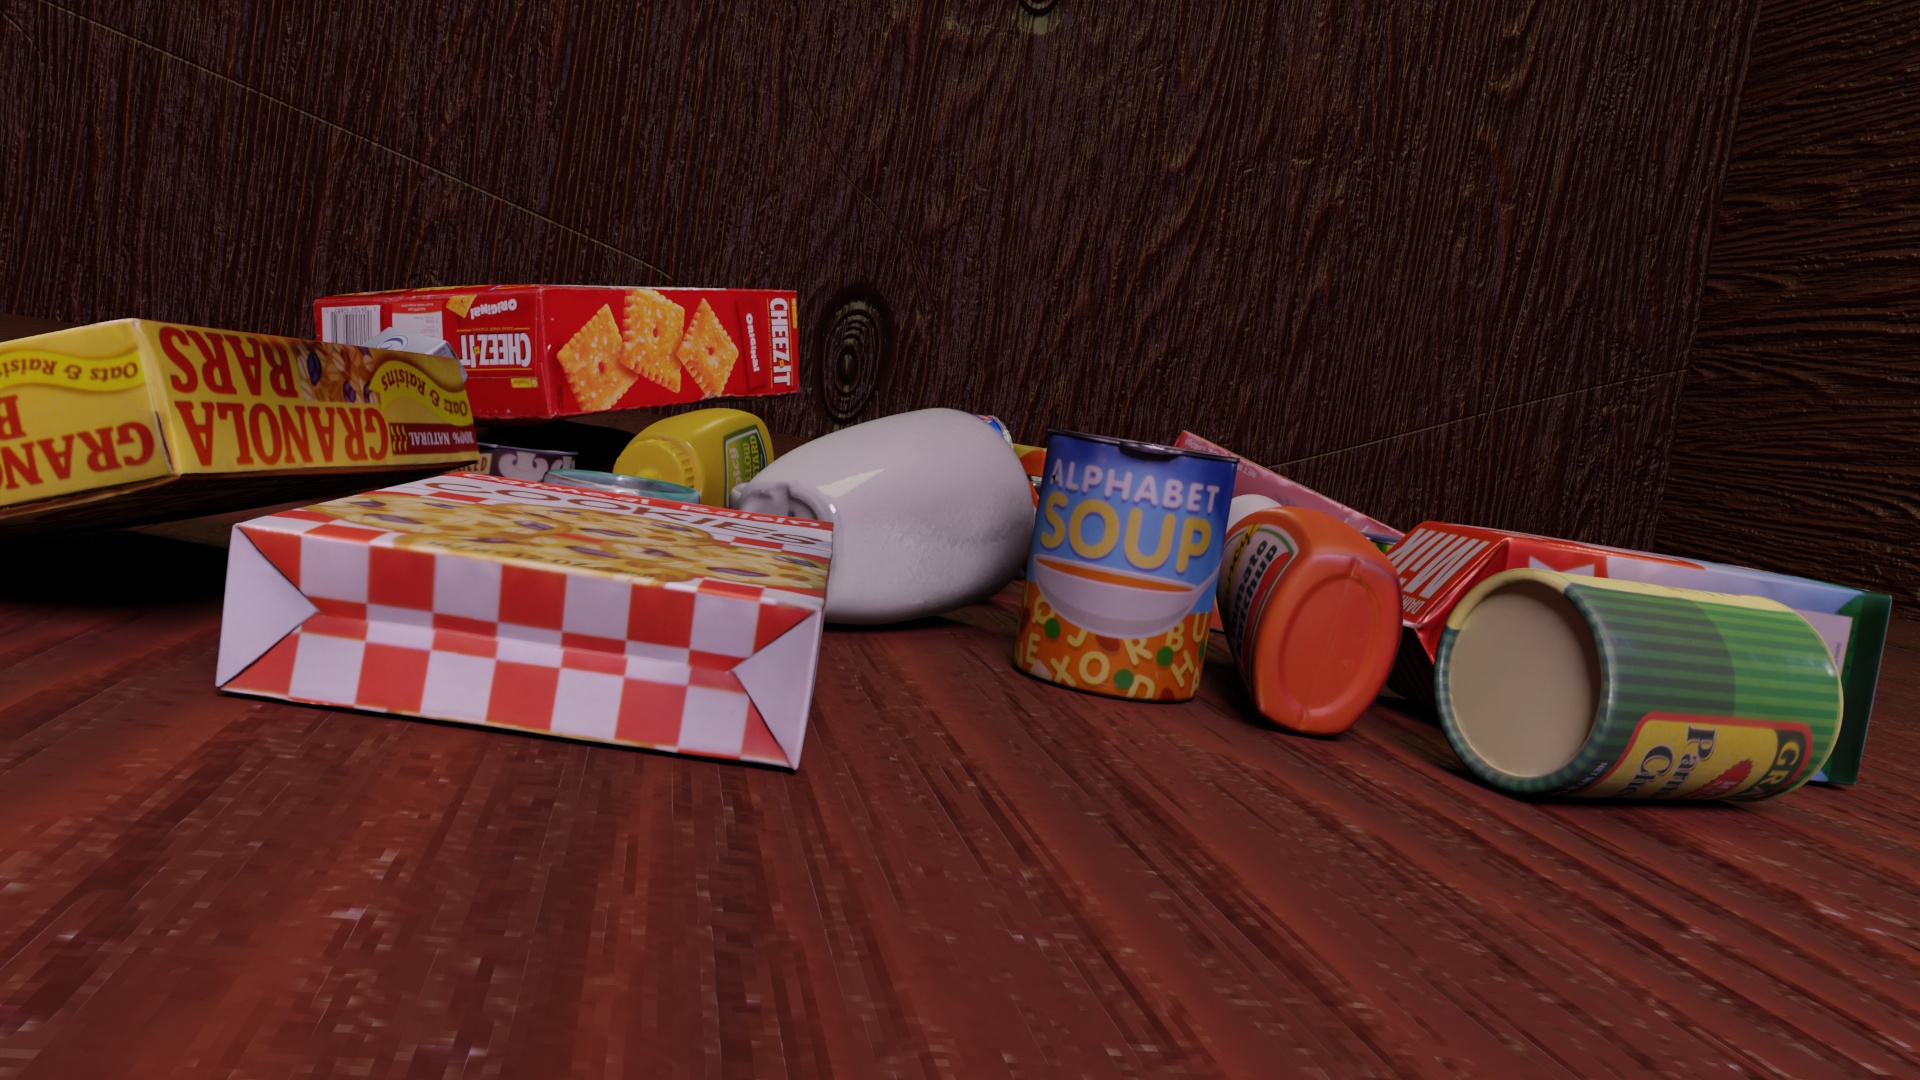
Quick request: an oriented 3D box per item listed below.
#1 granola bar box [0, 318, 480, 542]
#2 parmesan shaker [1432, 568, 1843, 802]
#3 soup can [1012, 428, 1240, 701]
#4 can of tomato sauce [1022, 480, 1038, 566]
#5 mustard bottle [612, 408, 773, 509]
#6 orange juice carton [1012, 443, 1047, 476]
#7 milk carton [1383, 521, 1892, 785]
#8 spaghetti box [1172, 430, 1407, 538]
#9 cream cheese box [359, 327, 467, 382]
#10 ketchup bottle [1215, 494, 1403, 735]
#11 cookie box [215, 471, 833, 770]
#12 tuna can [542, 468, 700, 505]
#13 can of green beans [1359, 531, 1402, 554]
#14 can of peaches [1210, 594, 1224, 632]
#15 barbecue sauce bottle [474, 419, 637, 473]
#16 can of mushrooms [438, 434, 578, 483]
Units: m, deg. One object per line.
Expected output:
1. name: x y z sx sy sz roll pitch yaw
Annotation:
1. granola bar box: -0.226 -0.025 0.382 0.124 0.039 0.166 -10 4 4
2. parmesan shaker: 0.203 0.047 0.424 0.103 0.071 0.071 6 6 -27
3. soup can: 0.056 0.007 0.475 0.071 0.083 0.071 9 5 -1
4. can of tomato sauce: 0.002 -0.008 0.664 0.071 0.071 0.083 10 4 12
5. mustard bottle: -0.143 -0.034 0.727 0.049 0.065 0.160 1 8 11
6. orange juice carton: 0.101 -0.016 0.896 0.193 0.071 0.073 10 4 4
7. milk carton: 0.233 0.037 0.524 0.191 0.073 0.072 8 4 -7
8. spaghetti box: 0.228 0.006 0.753 0.250 0.028 0.050 27 9 15
9. cream cheese box: -0.284 -0.060 0.638 0.053 0.024 0.104 15 46 35
10. ketchup bottle: 0.117 0.016 0.500 0.043 0.064 0.149 15 13 -1
11. cookie box: -0.098 0.014 0.374 0.123 0.040 0.167 8 6 -5
12. tuna can: -0.144 -0.009 0.590 0.071 0.032 0.071 9 5 -1
13. can of green beans: 0.214 0.030 0.662 0.071 0.057 0.071 9 5 -1
14. can of peaches: 0.150 0.017 0.691 0.071 0.058 0.071 9 4 -1
15. barbecue sauce bottle: -0.254 -0.054 0.837 0.148 0.043 0.065 12 1 36
16. can of mushrooms: -0.232 -0.034 0.709 0.071 0.033 0.071 10 5 -1
